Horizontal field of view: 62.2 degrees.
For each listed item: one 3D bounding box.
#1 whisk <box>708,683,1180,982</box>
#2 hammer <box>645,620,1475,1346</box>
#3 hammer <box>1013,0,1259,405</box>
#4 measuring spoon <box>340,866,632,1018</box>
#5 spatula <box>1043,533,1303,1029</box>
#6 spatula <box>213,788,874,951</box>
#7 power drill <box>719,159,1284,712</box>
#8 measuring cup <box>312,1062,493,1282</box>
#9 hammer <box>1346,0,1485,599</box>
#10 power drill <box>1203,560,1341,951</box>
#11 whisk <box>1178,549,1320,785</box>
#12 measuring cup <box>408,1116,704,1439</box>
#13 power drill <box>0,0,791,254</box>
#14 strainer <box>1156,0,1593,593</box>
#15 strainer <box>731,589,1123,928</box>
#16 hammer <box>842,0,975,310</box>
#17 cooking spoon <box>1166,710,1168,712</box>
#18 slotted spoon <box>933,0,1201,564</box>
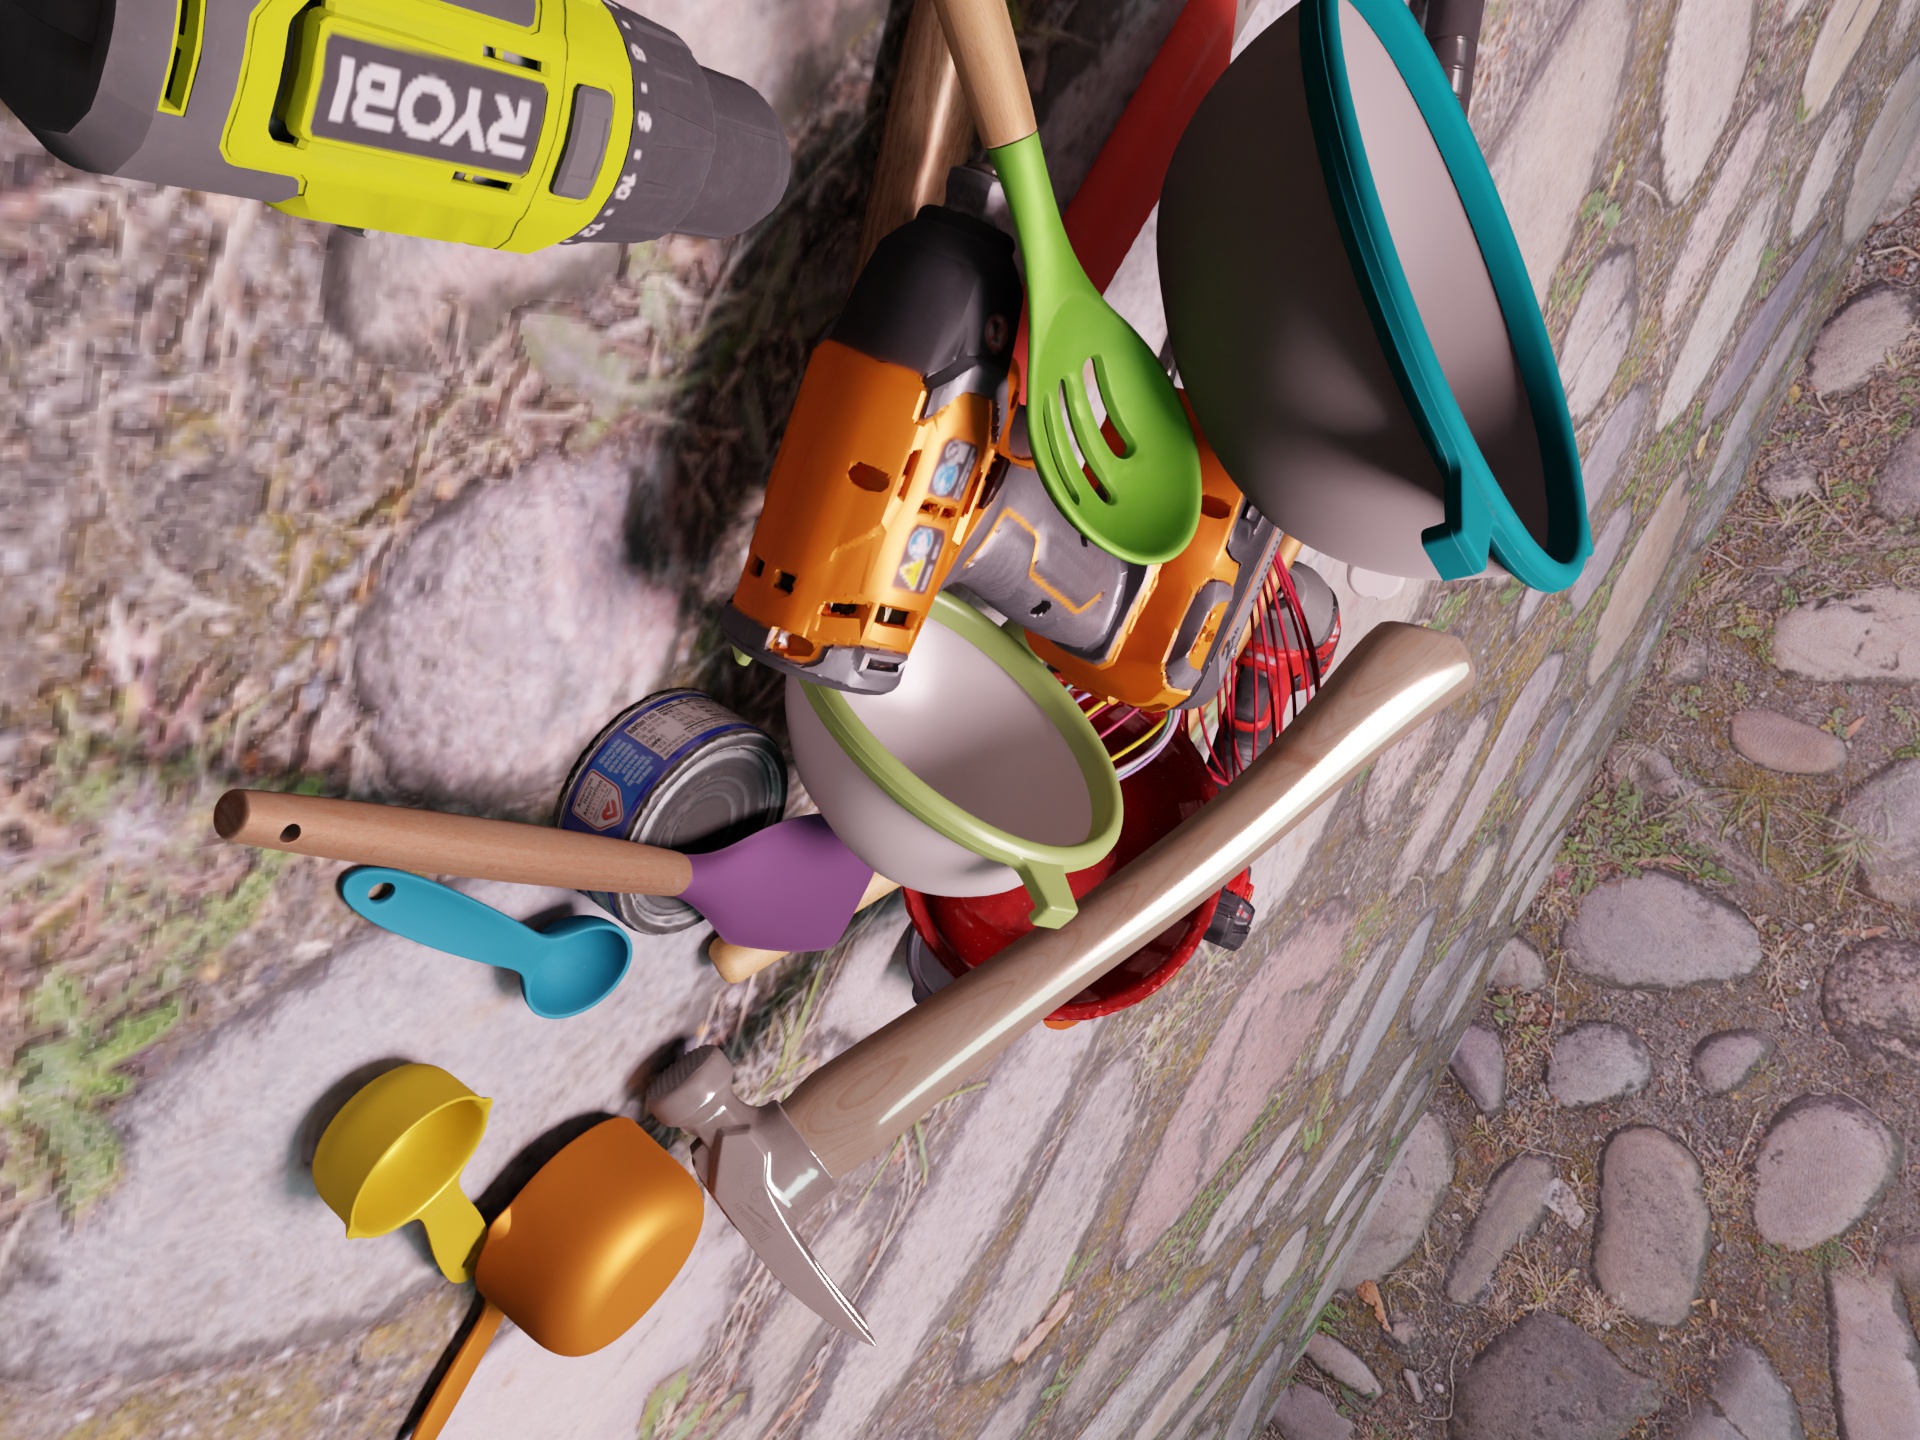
[{"bbox_3d":[0.000,0.040,0.690,0.245,0.051,0.047,-30,177,-16],"label":"whisk"},{"bbox_3d":[0.071,0.097,0.706,0.410,0.146,0.038,-36,-171,-9],"label":"hammer"},{"bbox_3d":[0.079,-0.242,0.606,0.359,0.037,0.149,-60,152,-1],"label":"hammer"},{"bbox_3d":[-0.161,0.068,0.536,0.042,0.021,0.128,-49,143,1],"label":"measuring spoon"},{"bbox_3d":[0.118,0.012,0.829,0.322,0.041,0.081,-60,159,2],"label":"spatula"},{"bbox_3d":[-0.107,0.046,0.518,0.060,0.018,0.315,-63,153,3],"label":"spatula"},{"bbox_3d":[0.030,-0.086,0.555,0.226,0.084,0.164,6,109,-51],"label":"power drill"},{"bbox_3d":[-0.194,0.169,0.573,0.062,0.029,0.156,-45,161,-30],"label":"measuring cup"},{"bbox_3d":[0.243,-0.242,0.847,0.146,0.035,0.334,-67,160,-52],"label":"hammer"},{"bbox_3d":[0.158,0.015,0.913,0.220,0.078,0.143,-68,162,-5],"label":"power drill"},{"bbox_3d":[0.131,-0.094,0.746,0.073,0.073,0.295,-25,116,-48],"label":"whisk"},{"bbox_3d":[-0.166,0.247,0.643,0.173,0.052,0.095,-59,161,2],"label":"measuring cup"},{"bbox_3d":[-0.081,-0.210,0.330,0.190,0.080,0.228,-12,129,-55],"label":"power drill"},{"bbox_3d":[0.105,-0.191,0.527,0.211,0.095,0.340,-13,84,-59],"label":"strainer"},{"bbox_3d":[-0.001,-0.002,0.648,0.069,0.151,0.256,-49,179,25],"label":"strainer"},{"bbox_3d":[0.002,-0.234,0.490,0.130,0.031,0.331,-19,132,-52],"label":"hammer"},{"bbox_3d":[0.107,0.034,0.938,0.069,0.017,0.318,-40,148,-50],"label":"cooking spoon"},{"bbox_3d":[0.007,-0.184,0.430,0.070,0.031,0.313,-43,124,-37],"label":"slotted spoon"}]
